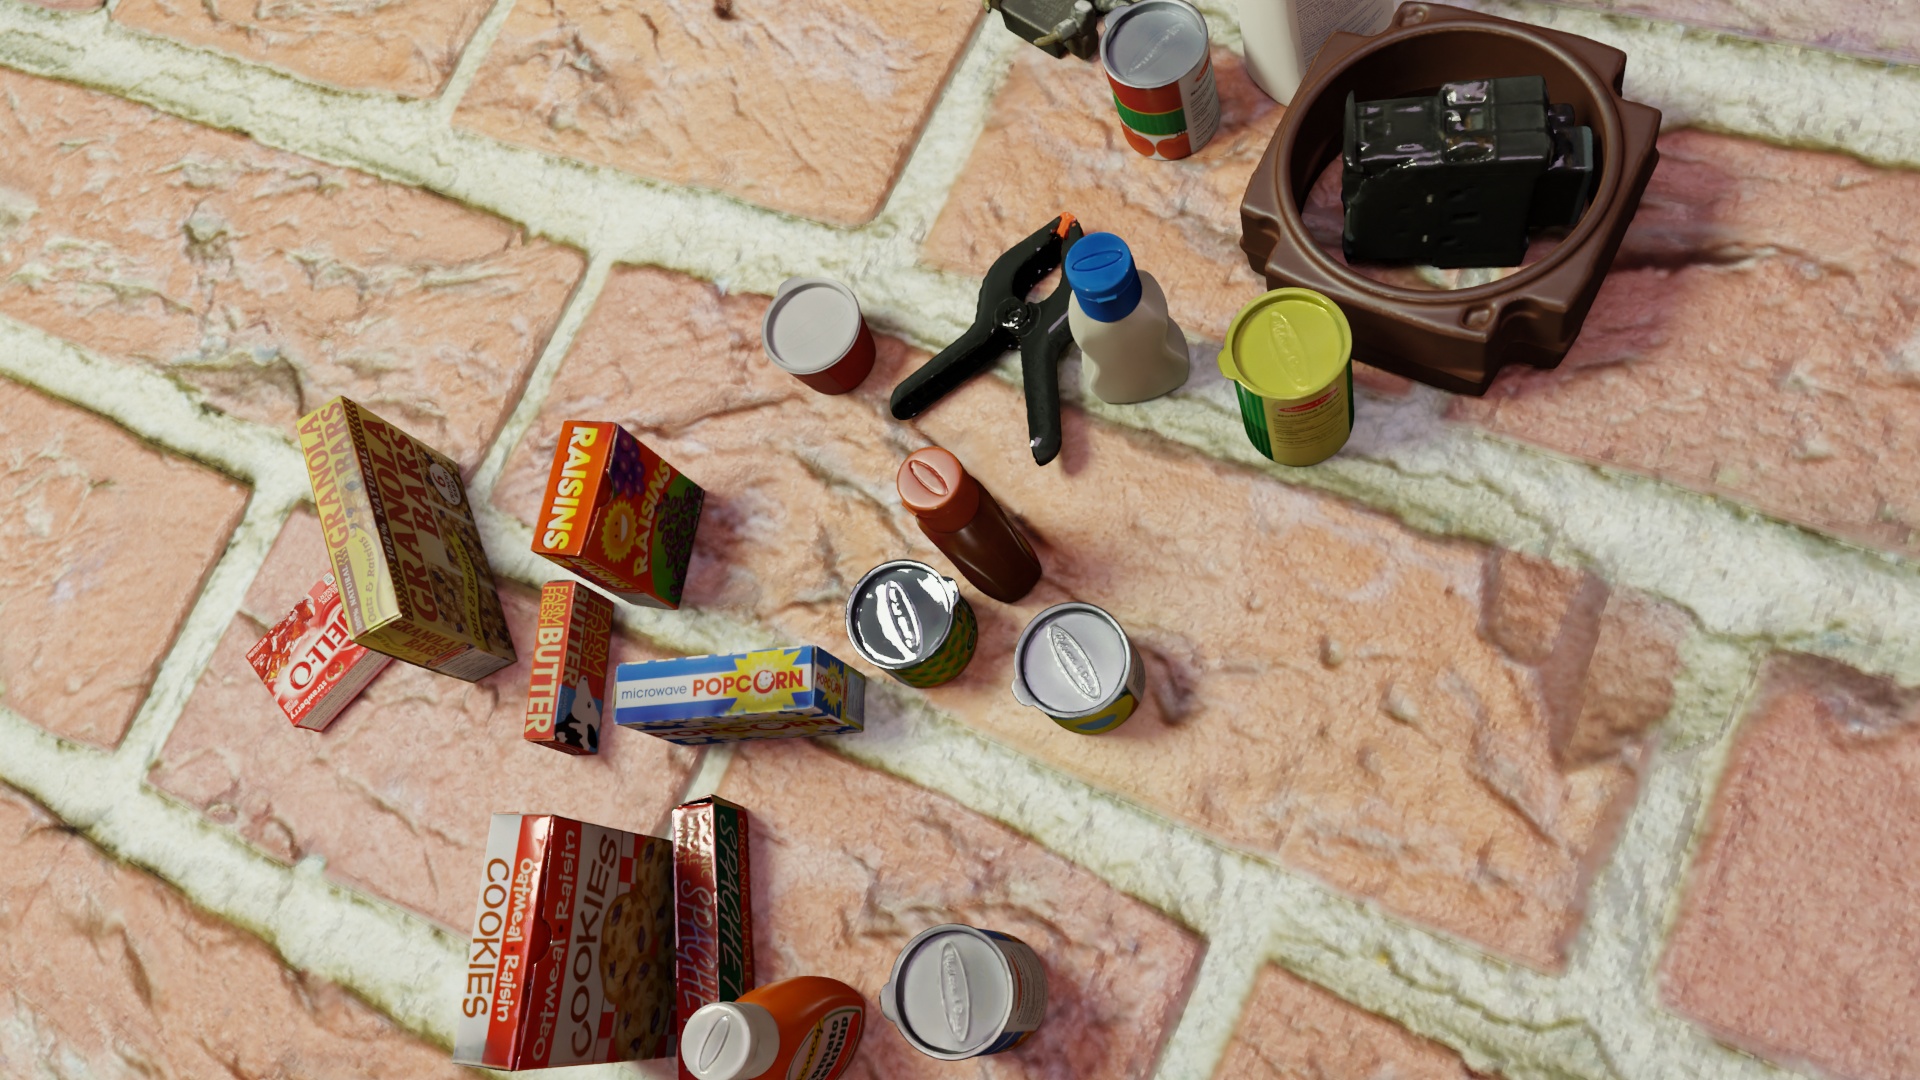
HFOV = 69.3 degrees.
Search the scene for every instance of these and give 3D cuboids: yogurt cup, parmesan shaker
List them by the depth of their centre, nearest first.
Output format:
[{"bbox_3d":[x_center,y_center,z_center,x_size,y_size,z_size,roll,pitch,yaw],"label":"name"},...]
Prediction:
[{"bbox_3d":[0.186,-0.089,0.787,0.071,0.103,0.071,-5,71,15],"label":"parmesan shaker"},{"bbox_3d":[-0.089,-0.130,0.909,0.072,0.054,0.072,-5,71,15],"label":"yogurt cup"}]

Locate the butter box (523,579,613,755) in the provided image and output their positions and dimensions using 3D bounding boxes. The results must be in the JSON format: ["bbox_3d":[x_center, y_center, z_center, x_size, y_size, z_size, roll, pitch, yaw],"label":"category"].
[{"bbox_3d":[-0.248,0.081,0.883,0.024,0.053,0.104,-3,71,15],"label":"butter box"}]

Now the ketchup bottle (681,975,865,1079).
[{"bbox_3d":[-0.097,0.260,0.725,0.043,0.148,0.065,21,79,22],"label":"ketchup bottle"}]

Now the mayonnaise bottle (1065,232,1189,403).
[{"bbox_3d":[0.093,-0.126,0.803,0.065,0.148,0.041,-14,69,12],"label":"mayonnaise bottle"}]

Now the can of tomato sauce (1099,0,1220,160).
[{"bbox_3d":[0.127,-0.293,0.886,0.071,0.083,0.071,-5,71,15],"label":"can of tomato sauce"}]

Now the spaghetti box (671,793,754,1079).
[{"bbox_3d":[-0.137,0.273,0.786,0.028,0.050,0.251,-11,69,13],"label":"spaghetti box"}]

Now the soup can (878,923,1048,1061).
[{"bbox_3d":[0.004,0.240,0.738,0.071,0.083,0.071,-5,71,15],"label":"soup can"}]

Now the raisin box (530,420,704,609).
[{"bbox_3d":[-0.210,-0.013,0.866,0.040,0.123,0.086,5,74,18],"label":"raisin box"}]

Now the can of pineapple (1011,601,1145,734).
[{"bbox_3d":[0.067,0.074,0.791,0.071,0.057,0.071,-5,71,15],"label":"can of pineapple"}]

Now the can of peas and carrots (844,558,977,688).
[{"bbox_3d":[-0.026,0.049,0.826,0.071,0.058,0.071,-5,71,15],"label":"can of peas and carrots"}]

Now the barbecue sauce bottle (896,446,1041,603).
[{"bbox_3d":[0.003,-0.010,0.789,0.043,0.148,0.065,-46,66,-2],"label":"barbecue sauce bottle"}]

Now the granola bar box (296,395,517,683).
[{"bbox_3d":[-0.360,0.003,0.903,0.039,0.124,0.166,-28,66,6],"label":"granola bar box"}]

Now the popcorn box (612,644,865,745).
[{"bbox_3d":[-0.130,0.094,0.826,0.126,0.085,0.038,-6,71,14],"label":"popcorn box"}]

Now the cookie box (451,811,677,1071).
[{"bbox_3d":[-0.203,0.220,0.759,0.040,0.167,0.123,-2,72,16],"label":"cookie box"}]
